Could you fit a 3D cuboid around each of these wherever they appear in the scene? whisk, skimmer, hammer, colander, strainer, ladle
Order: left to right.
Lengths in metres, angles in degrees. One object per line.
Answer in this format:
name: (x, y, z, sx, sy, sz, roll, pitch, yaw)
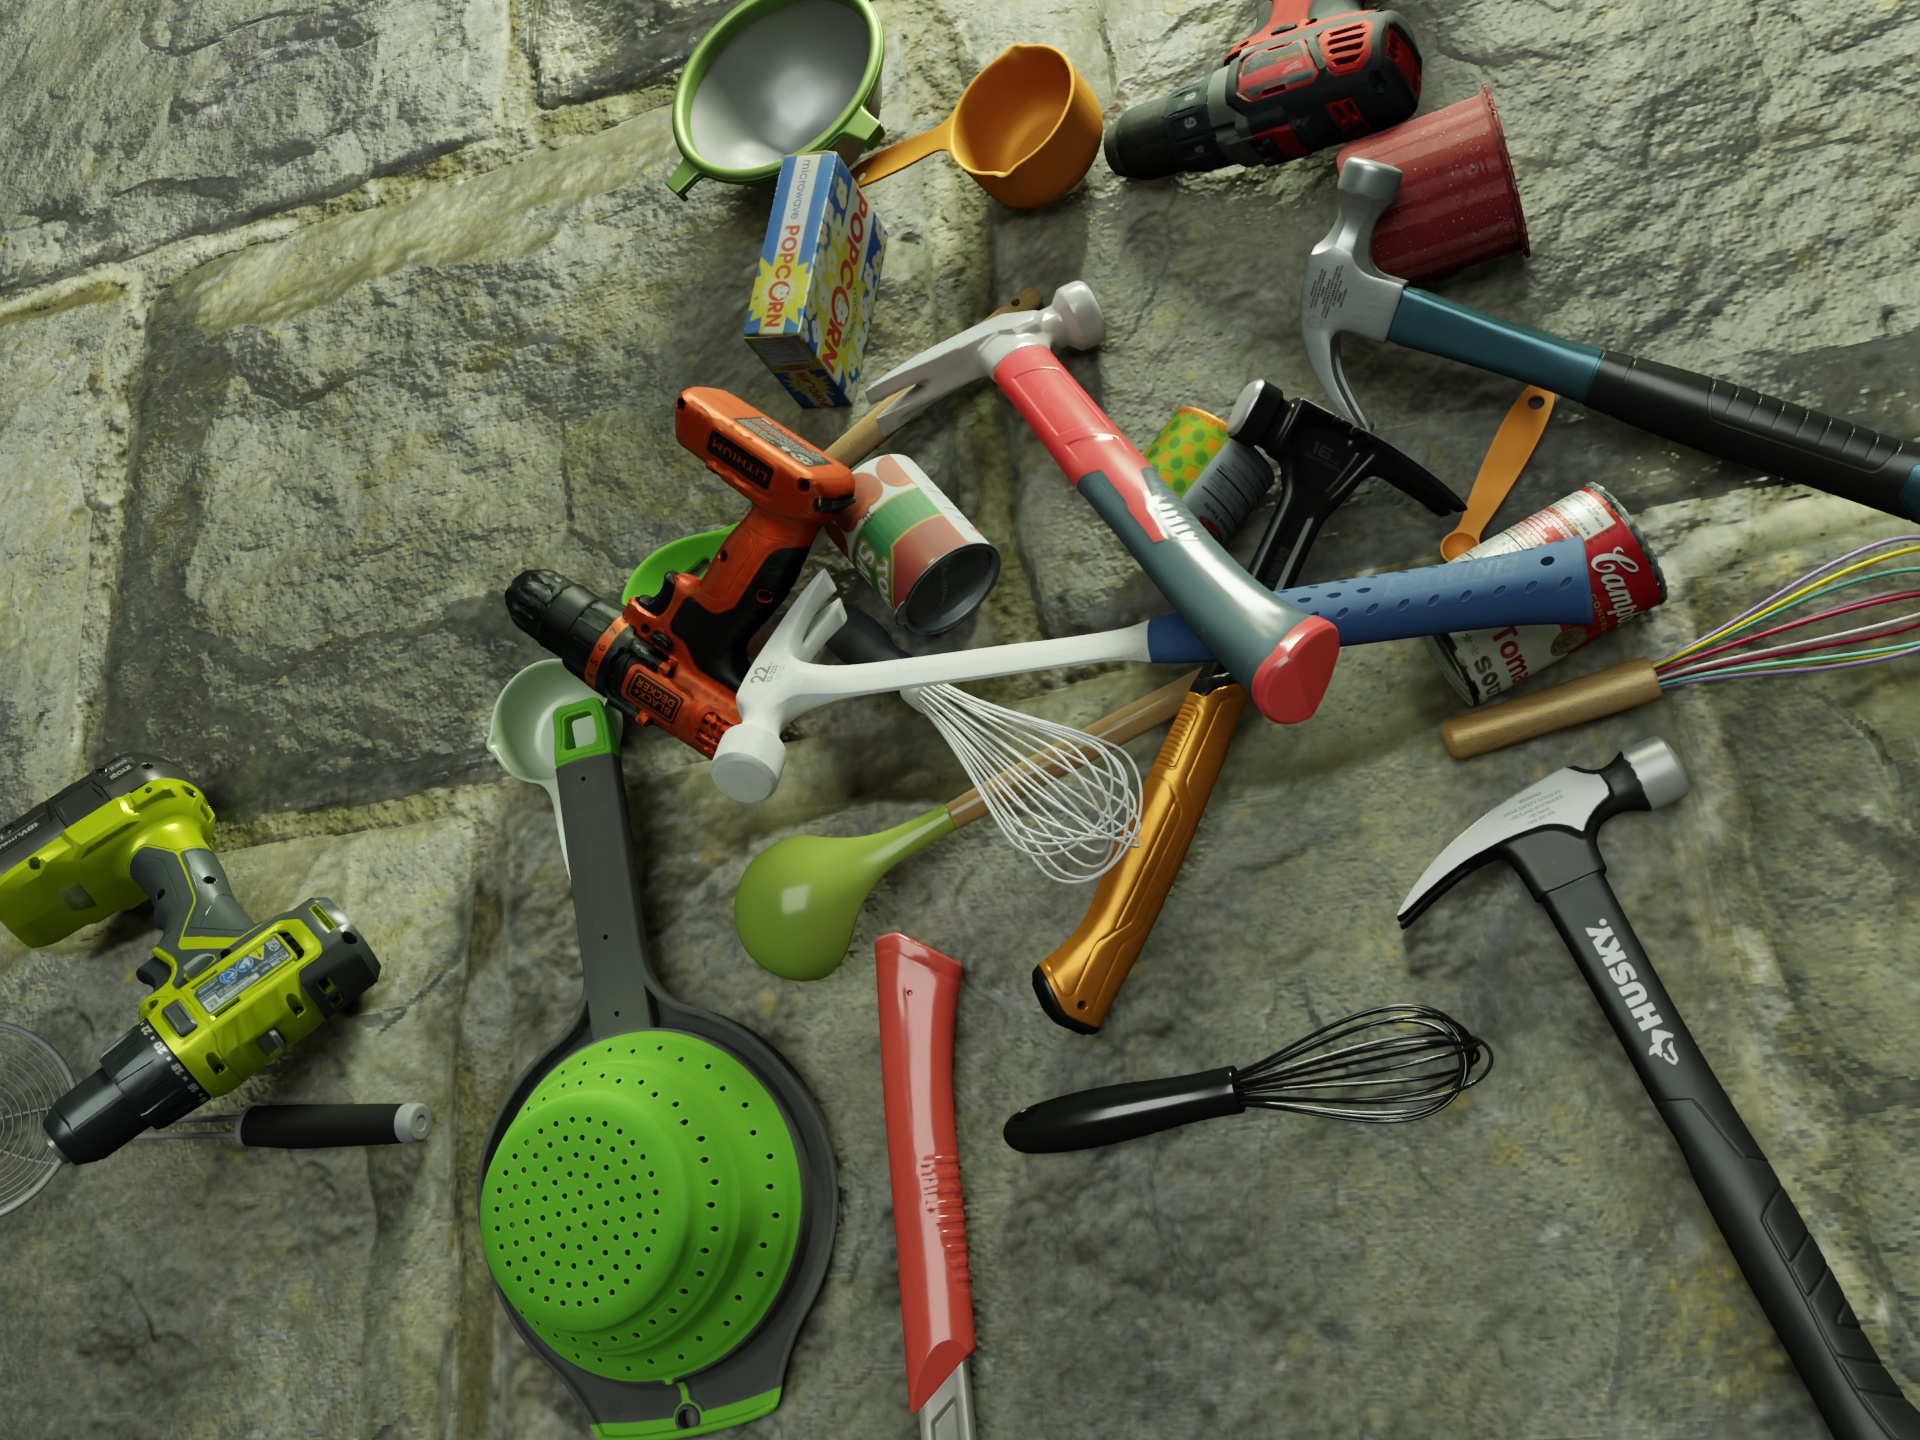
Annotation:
skimmer: (-0.489, 0.235, 0.936, 0.363, 0.090, 0.127, -6, 63, 18)
colander: (-0.189, 0.168, 0.826, 0.204, 0.094, 0.397, -16, 73, 11)
strainer: (-0.104, -0.443, 1.044, 0.151, 0.069, 0.257, -7, 67, 22)
hammer: (-0.021, 0.284, 0.779, 0.149, 0.036, 0.359, -12, 69, 16)
whisk: (-0.001, -0.004, 0.828, 0.070, 0.070, 0.285, -50, 44, -2)
ladle: (0.021, 0.042, 0.851, 0.320, 0.062, 0.078, -28, 67, 2)
hammer: (0.064, -0.111, 0.784, 0.143, 0.038, 0.387, -26, 38, -1)
hammer: (0.080, -0.041, 0.754, 0.405, 0.035, 0.144, -7, 41, 20)
hammer: (0.131, 0.005, 0.805, 0.127, 0.034, 0.337, 26, 88, -8)
whisk: (0.131, 0.178, 0.756, 0.239, 0.055, 0.055, -16, 67, 19)
hammer: (0.324, -0.165, 0.778, 0.331, 0.033, 0.128, 24, 115, 16)
hammer: (0.319, 0.179, 0.692, 0.146, 0.035, 0.335, -26, 65, 9)
whisk: (0.351, -0.024, 0.749, 0.245, 0.047, 0.051, -19, 54, 18)

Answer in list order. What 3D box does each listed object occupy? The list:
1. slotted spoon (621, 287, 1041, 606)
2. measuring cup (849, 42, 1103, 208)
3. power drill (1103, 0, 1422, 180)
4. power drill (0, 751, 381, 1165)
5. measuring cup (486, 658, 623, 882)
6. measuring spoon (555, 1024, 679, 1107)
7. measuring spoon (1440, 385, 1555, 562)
slotted spoon: (-0.074, -0.154, 0.956, 0.314, 0.031, 0.070, -40, 64, 1)
measuring cup: (0.008, -0.349, 0.984, 0.173, 0.052, 0.095, -9, 67, 35)
power drill: (0.178, -0.421, 0.919, 0.188, 0.080, 0.227, -2, 71, 39)
power drill: (-0.486, 0.138, 0.948, 0.190, 0.080, 0.229, -39, 59, -25)
measuring cup: (-0.225, 0.045, 0.938, 0.083, 0.038, 0.168, -23, 71, 10)
measuring spoon: (-0.174, 0.196, 0.872, 0.129, 0.021, 0.042, 16, 78, 26)
measuring spoon: (0.281, -0.128, 0.827, 0.021, 0.011, 0.117, 25, 78, 24)
